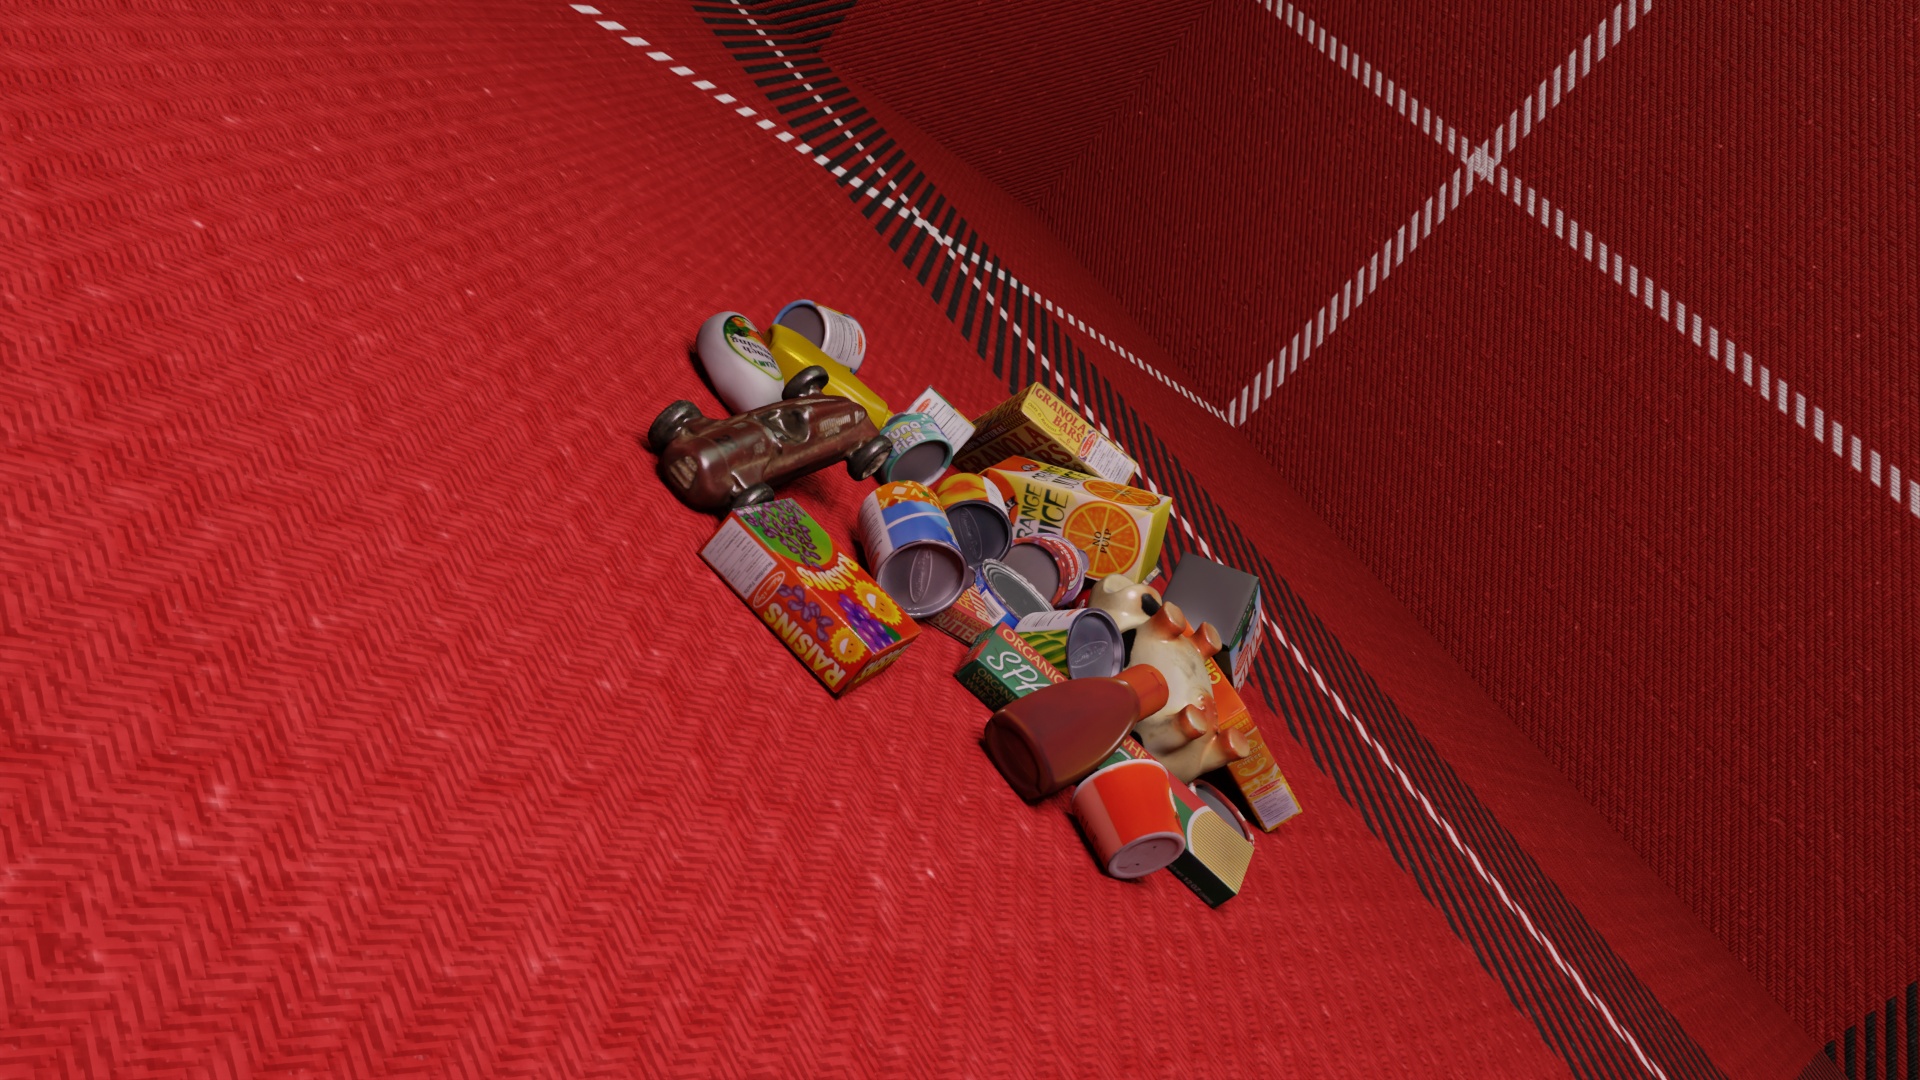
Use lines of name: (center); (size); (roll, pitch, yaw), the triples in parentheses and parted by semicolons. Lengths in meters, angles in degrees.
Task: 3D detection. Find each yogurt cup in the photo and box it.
yogurt cup: (0.111, 0.183, 0.902); (0.072, 0.072, 0.054); (27, 31, -42)

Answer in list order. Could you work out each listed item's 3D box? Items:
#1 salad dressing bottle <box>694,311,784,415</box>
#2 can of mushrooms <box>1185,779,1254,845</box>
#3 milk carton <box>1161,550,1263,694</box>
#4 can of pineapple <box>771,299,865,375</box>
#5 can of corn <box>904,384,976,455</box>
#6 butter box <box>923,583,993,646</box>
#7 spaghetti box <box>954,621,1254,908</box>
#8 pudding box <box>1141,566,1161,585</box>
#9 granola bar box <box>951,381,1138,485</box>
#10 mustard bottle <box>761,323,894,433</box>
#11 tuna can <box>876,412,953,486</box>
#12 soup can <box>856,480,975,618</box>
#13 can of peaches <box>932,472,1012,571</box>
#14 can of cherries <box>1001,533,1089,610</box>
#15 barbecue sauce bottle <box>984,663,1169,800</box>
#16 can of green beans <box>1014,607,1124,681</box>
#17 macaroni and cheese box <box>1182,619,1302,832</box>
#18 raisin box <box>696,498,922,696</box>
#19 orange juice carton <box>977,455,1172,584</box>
salad dressing bottle: (-0.154, -0.111, 1.045); (0.064, 0.044, 0.148); (22, 29, -49)
can of mushrooms: (0.185, 0.213, 1.043); (0.071, 0.033, 0.071); (38, 18, -14)
milk carton: (0.231, 0.088, 1.277); (0.073, 0.072, 0.190); (20, -18, 22)
can of pineapple: (-0.128, -0.173, 1.220); (0.071, 0.071, 0.058); (51, 18, 25)
can of corn: (-0.029, -0.097, 1.257); (0.058, 0.071, 0.071); (42, 17, -4)
butter box: (-0.012, 0.034, 1.047); (0.053, 0.024, 0.104); (32, 20, -31)
spaghetti box: (0.102, 0.156, 0.975); (0.250, 0.028, 0.050); (42, 40, -3)
pudding box: (0.149, 0.035, 1.312); (0.050, 0.030, 0.083); (46, -28, 5)
granola bar box: (0.072, -0.077, 1.305); (0.124, 0.039, 0.165); (38, -25, -15)
mustard bottle: (-0.103, -0.116, 1.162); (0.160, 0.048, 0.065); (36, 18, -23)
tuna can: (-0.042, -0.074, 1.163); (0.071, 0.071, 0.033); (20, 29, -53)
soup can: (-0.033, 0.005, 0.993); (0.071, 0.071, 0.084); (33, 19, -30)
can of peaches: (0.004, -0.014, 1.131); (0.071, 0.071, 0.058); (37, 17, -20)
can of cherries: (0.066, 0.027, 1.158); (0.071, 0.071, 0.058); (47, 17, 13)
barbecue sauce bottle: (0.085, 0.120, 0.933); (0.149, 0.043, 0.065); (-18, 68, -45)
can of green beans: (0.078, 0.084, 1.024); (0.071, 0.057, 0.071); (8, 78, -45)
macaroni and cheese box: (0.220, 0.153, 1.166); (0.166, 0.040, 0.124); (55, 5, -42)
raisin box: (-0.091, 0.032, 0.852); (0.123, 0.040, 0.086); (44, 16, 8)
orange juice carton: (0.079, -0.023, 1.220); (0.193, 0.072, 0.072); (17, 18, 17)
